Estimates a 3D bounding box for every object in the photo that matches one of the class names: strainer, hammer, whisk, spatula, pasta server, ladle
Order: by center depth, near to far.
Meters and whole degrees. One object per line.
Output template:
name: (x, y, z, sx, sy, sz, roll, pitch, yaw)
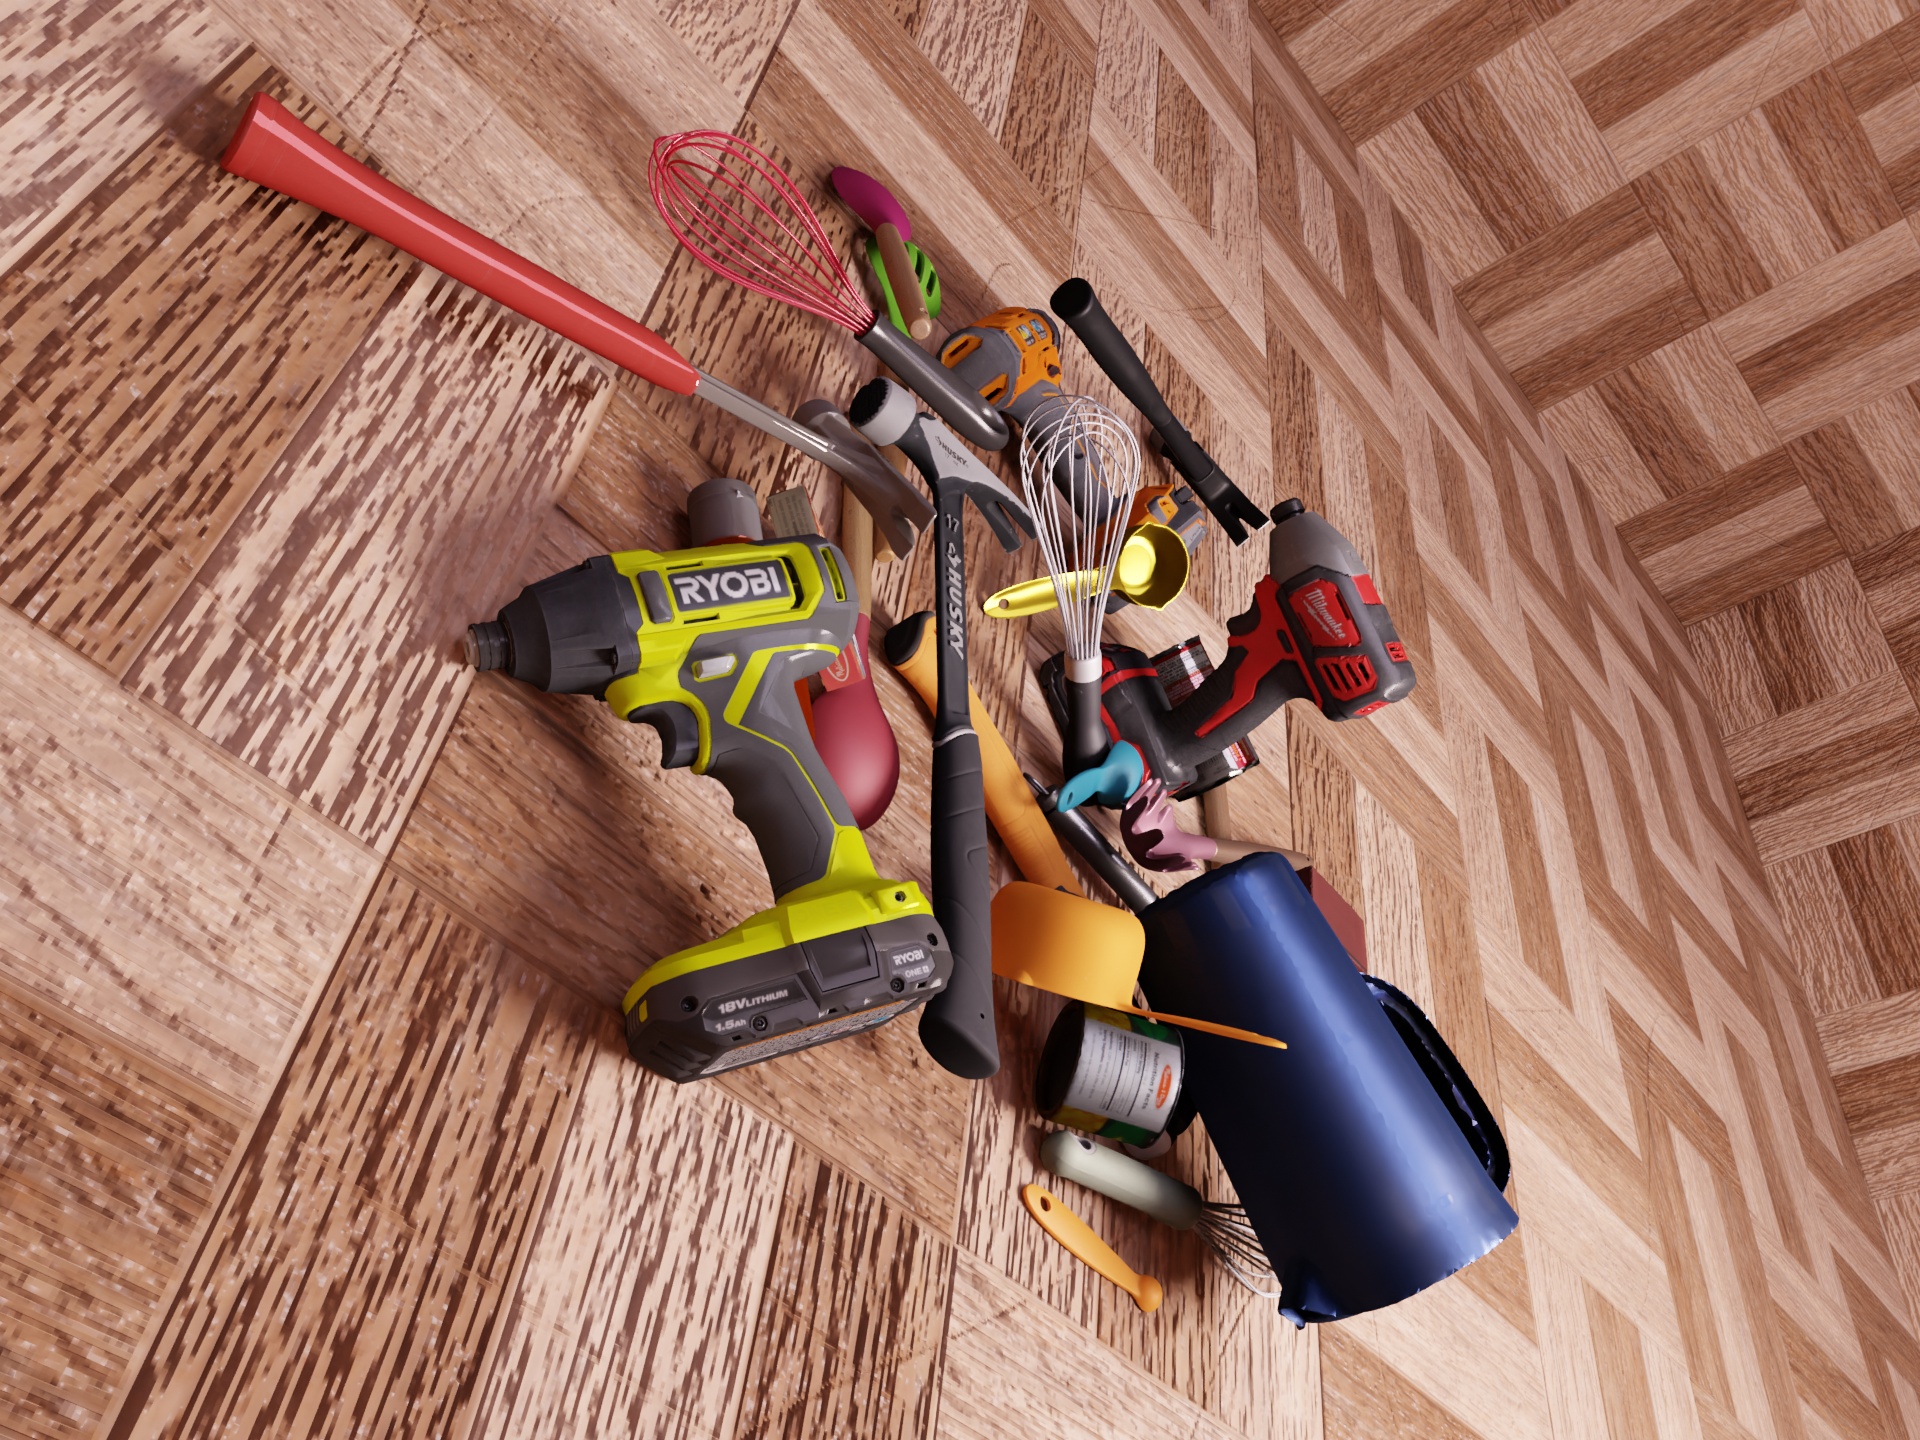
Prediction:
hammer: (-0.171, -0.186, 0.771, 0.358, 0.036, 0.149, 24, 18, -38)
hammer: (-0.001, -0.003, 0.868, 0.149, 0.036, 0.409, 32, 43, -39)
whisk: (0.131, 0.278, 0.898, 0.246, 0.059, 0.058, 33, 5, -33)
ladle: (-0.059, -0.075, 0.911, 0.069, 0.031, 0.316, 35, 38, -38)
hammer: (0.054, 0.084, 0.942, 0.337, 0.034, 0.127, 60, 32, -2)
whisk: (0.071, -0.062, 0.949, 0.070, 0.070, 0.284, -69, 159, -52)
whisk: (-0.072, -0.257, 0.983, 0.295, 0.073, 0.073, 35, 40, -33)
strainer: (0.123, 0.126, 1.006, 0.258, 0.050, 0.087, 47, -2, -11)
pasta server: (0.187, 0.086, 1.092, 0.316, 0.040, 0.060, 14, 50, -56)
spatula: (0.189, 0.105, 1.139, 0.059, 0.018, 0.316, 35, 41, -38)
hammer: (0.149, -0.243, 1.231, 0.146, 0.035, 0.334, 56, 12, 28)

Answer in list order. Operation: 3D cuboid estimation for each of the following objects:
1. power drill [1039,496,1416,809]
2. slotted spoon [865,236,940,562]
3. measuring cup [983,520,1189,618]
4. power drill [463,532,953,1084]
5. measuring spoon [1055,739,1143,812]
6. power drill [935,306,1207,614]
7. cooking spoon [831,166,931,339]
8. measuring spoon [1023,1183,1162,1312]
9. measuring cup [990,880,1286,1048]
power drill: (0.168, -0.040, 1.026, 0.078, 0.219, 0.143, -7, 72, -58)
slotted spoon: (-0.041, -0.222, 1.052, 0.070, 0.031, 0.314, 31, 44, -33)
measuring cup: (0.081, -0.094, 1.073, 0.156, 0.029, 0.062, -15, 104, -20)
power drill: (-0.105, 0.031, 0.682, 0.171, 0.080, 0.223, -11, 71, -28)
measuring spoon: (0.087, 0.041, 0.962, 0.128, 0.021, 0.042, -19, 125, -66)
power drill: (0.085, -0.205, 1.174, 0.226, 0.084, 0.164, 53, 30, -7)
cooking spoon: (-0.045, -0.309, 1.034, 0.068, 0.017, 0.319, 28, 25, -25)
measuring spoon: (0.072, 0.277, 0.837, 0.116, 0.011, 0.021, 46, 34, -25)
measuring cup: (0.091, 0.126, 0.831, 0.095, 0.174, 0.052, 27, 76, -62)
